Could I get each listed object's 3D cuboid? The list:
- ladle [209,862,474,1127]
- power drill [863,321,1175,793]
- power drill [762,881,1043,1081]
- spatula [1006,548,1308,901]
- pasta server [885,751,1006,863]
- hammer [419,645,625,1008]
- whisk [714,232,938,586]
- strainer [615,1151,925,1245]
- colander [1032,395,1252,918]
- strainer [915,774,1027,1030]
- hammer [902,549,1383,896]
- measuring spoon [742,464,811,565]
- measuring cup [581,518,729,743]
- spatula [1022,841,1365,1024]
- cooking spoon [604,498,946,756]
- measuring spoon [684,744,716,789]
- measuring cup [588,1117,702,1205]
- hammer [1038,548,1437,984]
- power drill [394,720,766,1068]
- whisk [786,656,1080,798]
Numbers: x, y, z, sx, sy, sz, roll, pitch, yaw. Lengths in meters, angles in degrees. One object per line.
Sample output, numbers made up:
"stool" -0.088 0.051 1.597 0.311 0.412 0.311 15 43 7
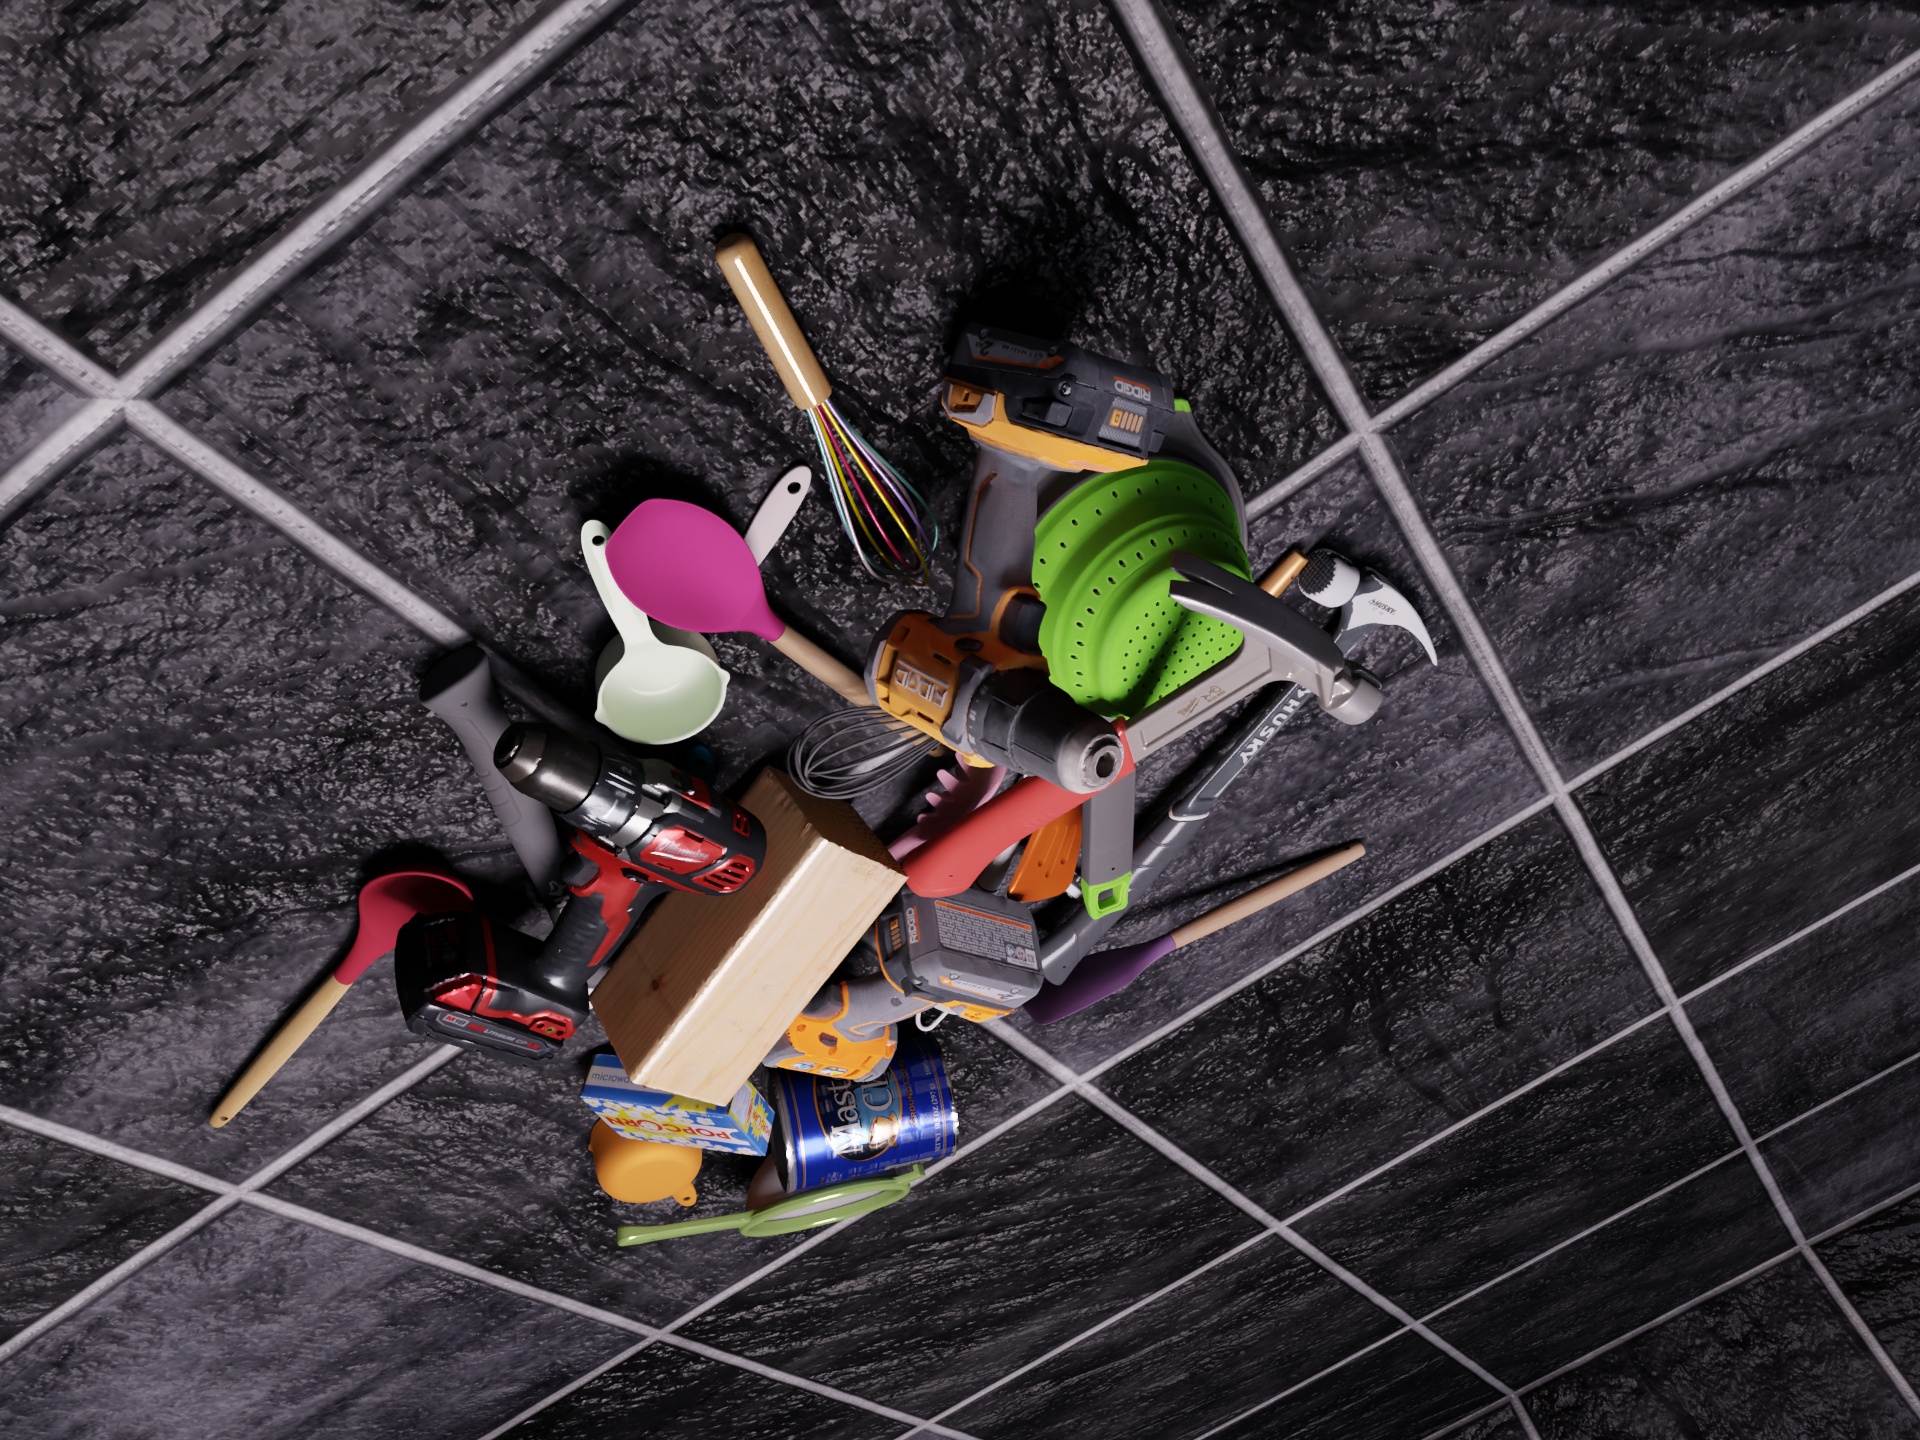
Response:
"ladle" -0.431 0.190 1.080 0.069 0.031 0.315 31 118 -31
"power drill" 0.040 -0.082 0.843 0.084 0.185 0.226 7 105 -39
"power drill" -0.070 0.195 1.157 0.164 0.084 0.226 20 138 -39
"spatula" 0.138 0.007 1.123 0.081 0.041 0.322 2 134 -53
"pasta server" -0.074 0.107 1.135 0.316 0.060 0.040 -41 90 28
"hammer" -0.268 0.079 1.031 0.146 0.035 0.334 -15 137 -7
"whisk" -0.068 -0.160 0.869 0.051 0.047 0.244 -25 134 4
"strainer" -0.169 0.393 1.348 0.256 0.069 0.151 0 153 -28
"colander" 0.115 -0.002 1.014 0.204 0.095 0.396 -18 130 -20
"strainer" 0.019 0.131 1.198 0.087 0.050 0.258 28 123 11
"hammer" 0.069 0.025 0.955 0.149 0.037 0.359 28 140 -25
"measuring spoon" -0.119 -0.097 0.927 0.034 0.018 0.124 15 126 -33
"measuring cup" -0.190 -0.058 0.927 0.083 0.038 0.167 -18 133 -5
"spatula" 0.192 0.166 1.287 0.316 0.060 0.018 -23 118 -13
"cooking spoon" -0.098 -0.044 0.971 0.069 0.017 0.318 -48 139 4
"measuring spoon" -0.171 0.067 1.066 0.042 0.021 0.128 -10 137 -14
"measuring cup" -0.248 0.383 1.329 0.095 0.052 0.173 -19 135 -4
"hammer" 0.185 0.054 1.177 0.149 0.036 0.409 19 120 -38
"power drill" -0.254 0.103 0.981 0.226 0.080 0.187 -42 134 16
"whisk" -0.002 -0.004 1.030 0.239 0.055 0.055 -19 139 -26
